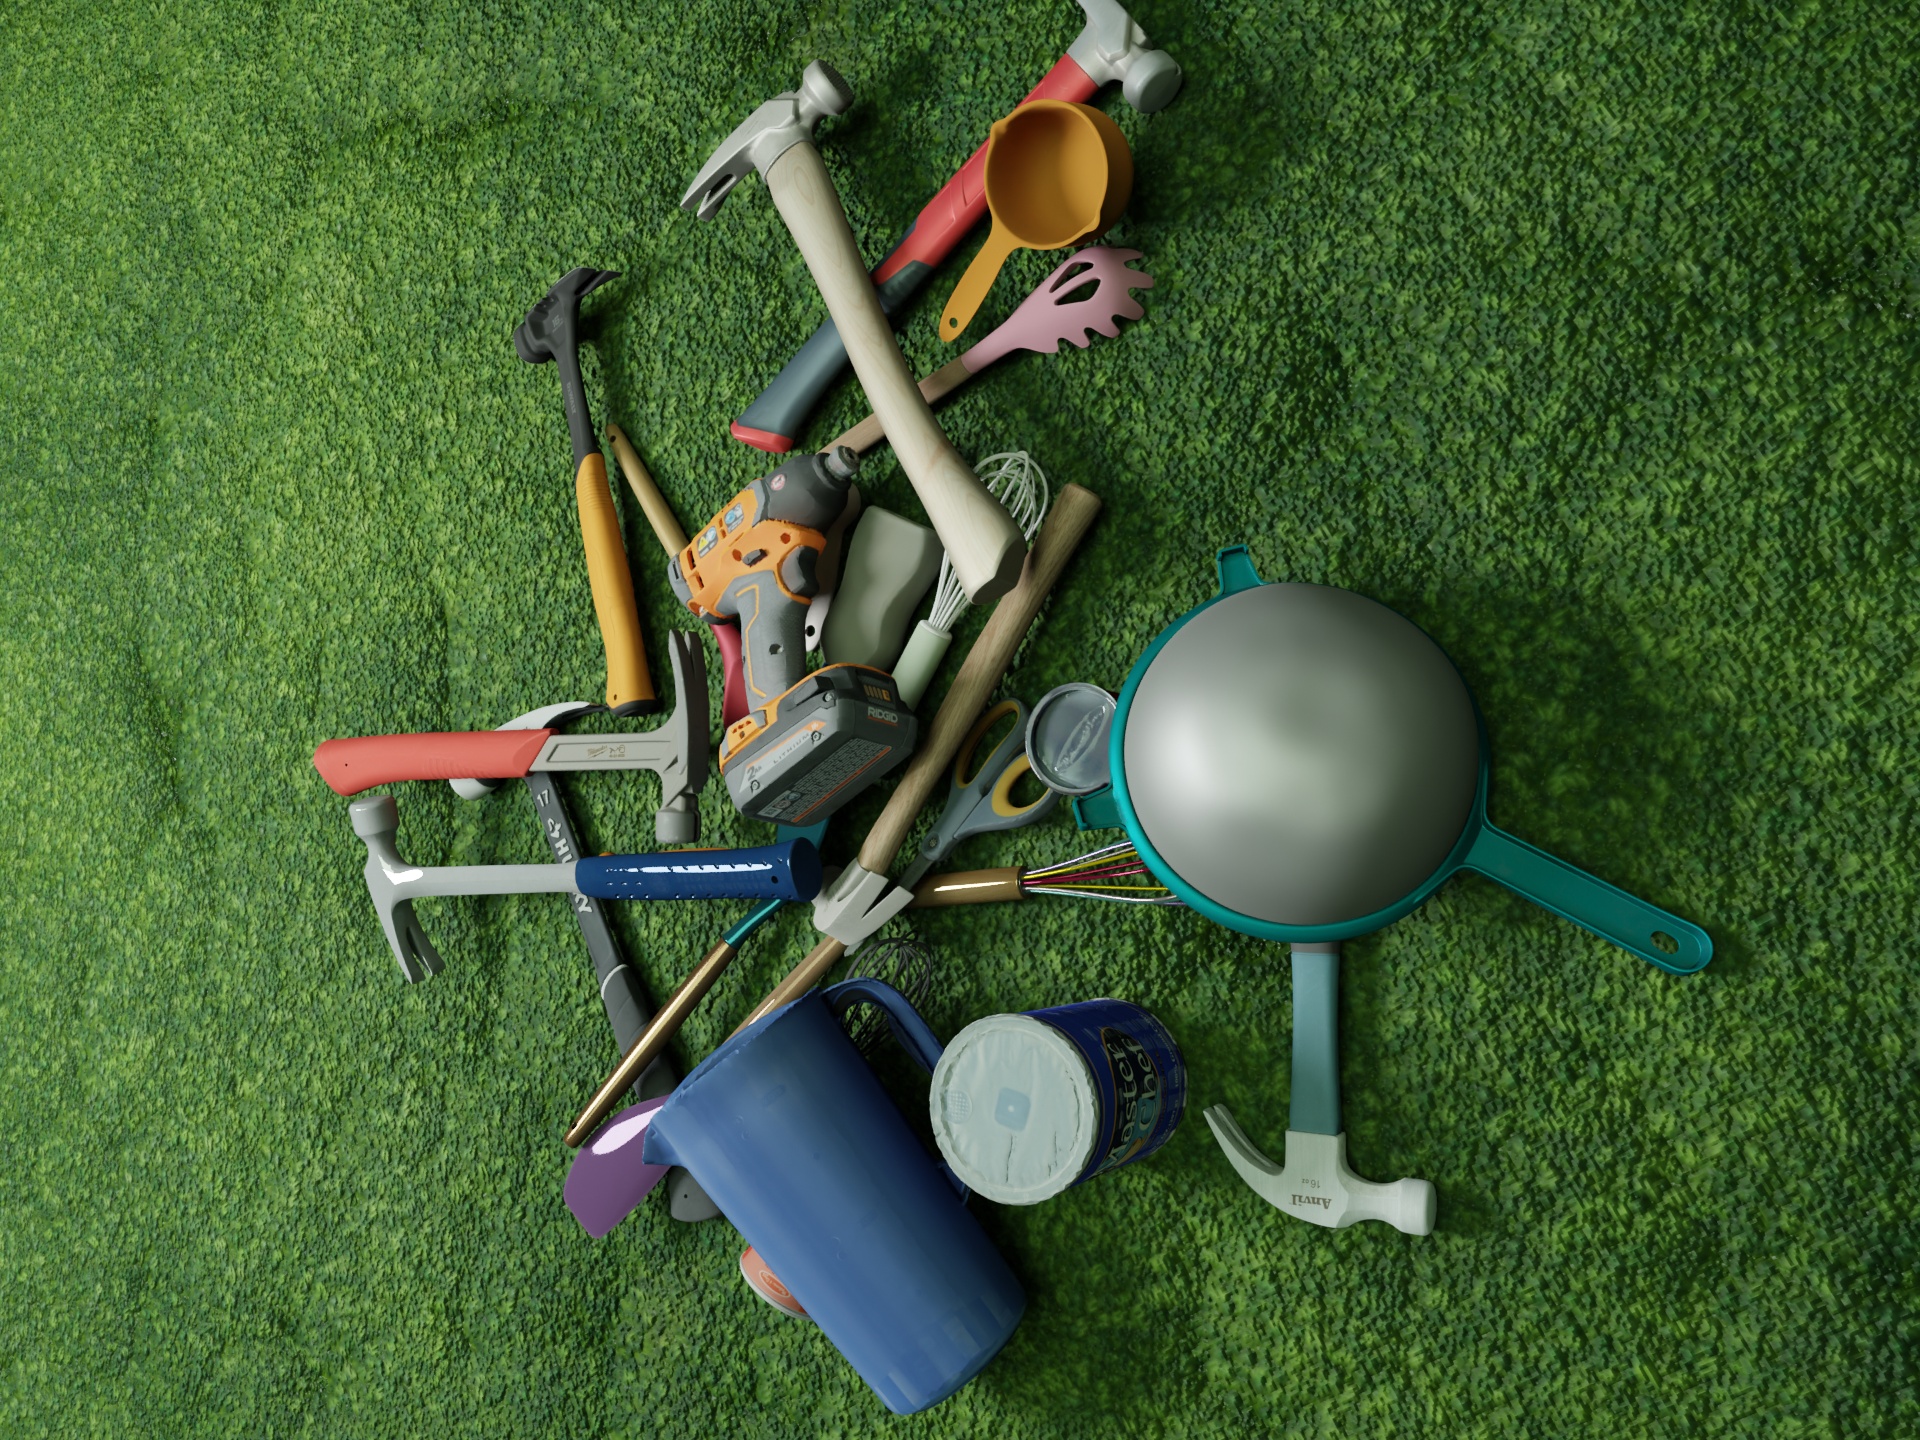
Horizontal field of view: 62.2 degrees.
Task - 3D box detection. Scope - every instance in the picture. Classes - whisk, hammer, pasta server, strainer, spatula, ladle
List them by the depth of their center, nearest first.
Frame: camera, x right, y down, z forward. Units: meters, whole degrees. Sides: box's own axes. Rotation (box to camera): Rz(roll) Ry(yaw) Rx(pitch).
[{"bbox_3d":[0.240,0.037,0.838,0.340,0.095,0.211,28,76,15],"label":"strainer"},{"bbox_3d":[0.207,0.121,0.920,0.128,0.033,0.331,-2,84,28],"label":"hammer"},{"bbox_3d":[0.058,0.097,0.999,0.245,0.047,0.051,-9,82,31],"label":"whisk"},{"bbox_3d":[-0.002,-0.003,1.020,0.031,0.130,0.331,29,93,-16],"label":"hammer"},{"bbox_3d":[-0.013,-0.067,1.055,0.246,0.057,0.059,-62,20,14],"label":"whisk"},{"bbox_3d":[-0.067,-0.247,1.056,0.146,0.038,0.411,-35,66,24],"label":"hammer"},{"bbox_3d":[-0.089,0.236,1.067,0.055,0.055,0.239,41,109,26],"label":"whisk"},{"bbox_3d":[-0.012,-0.225,1.080,0.316,0.040,0.060,-29,72,28],"label":"pasta server"},{"bbox_3d":[-0.031,-0.339,1.093,0.386,0.038,0.143,-43,66,18],"label":"hammer"},{"bbox_3d":[-0.165,0.233,1.096,0.316,0.018,0.060,-46,72,8],"label":"spatula"},{"bbox_3d":[-0.183,0.169,1.101,0.317,0.044,0.082,-52,37,4],"label":"spatula"},{"bbox_3d":[-0.272,0.116,1.121,0.405,0.035,0.144,-5,102,30],"label":"hammer"},{"bbox_3d":[-0.194,-0.101,1.166,0.069,0.031,0.316,-38,67,15],"label":"ladle"},{"bbox_3d":[-0.256,0.172,1.169,0.149,0.036,0.409,-33,71,21],"label":"hammer"},{"bbox_3d":[-0.341,0.015,1.185,0.359,0.036,0.149,-2,88,27],"label":"hammer"},{"bbox_3d":[-0.270,-0.168,1.196,0.127,0.034,0.337,-23,76,47],"label":"hammer"}]

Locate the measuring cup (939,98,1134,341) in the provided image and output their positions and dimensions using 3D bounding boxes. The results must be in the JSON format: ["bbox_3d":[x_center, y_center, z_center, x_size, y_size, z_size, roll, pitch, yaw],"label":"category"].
[{"bbox_3d":[0.044,-0.313,1.015,0.095,0.052,0.173,47,127,12],"label":"measuring cup"}]

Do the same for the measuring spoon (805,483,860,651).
[{"bbox_3d":[-0.098,-0.110,1.118,0.034,0.018,0.124,13,92,29],"label":"measuring spoon"}]

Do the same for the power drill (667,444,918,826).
[{"bbox_3d":[-0.105,-0.064,1.038,0.164,0.084,0.227,-37,56,30],"label":"power drill"}]

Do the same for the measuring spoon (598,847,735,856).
[{"bbox_3d":[-0.207,0.102,1.140,0.117,0.011,0.021,-2,78,9],"label":"measuring spoon"}]
